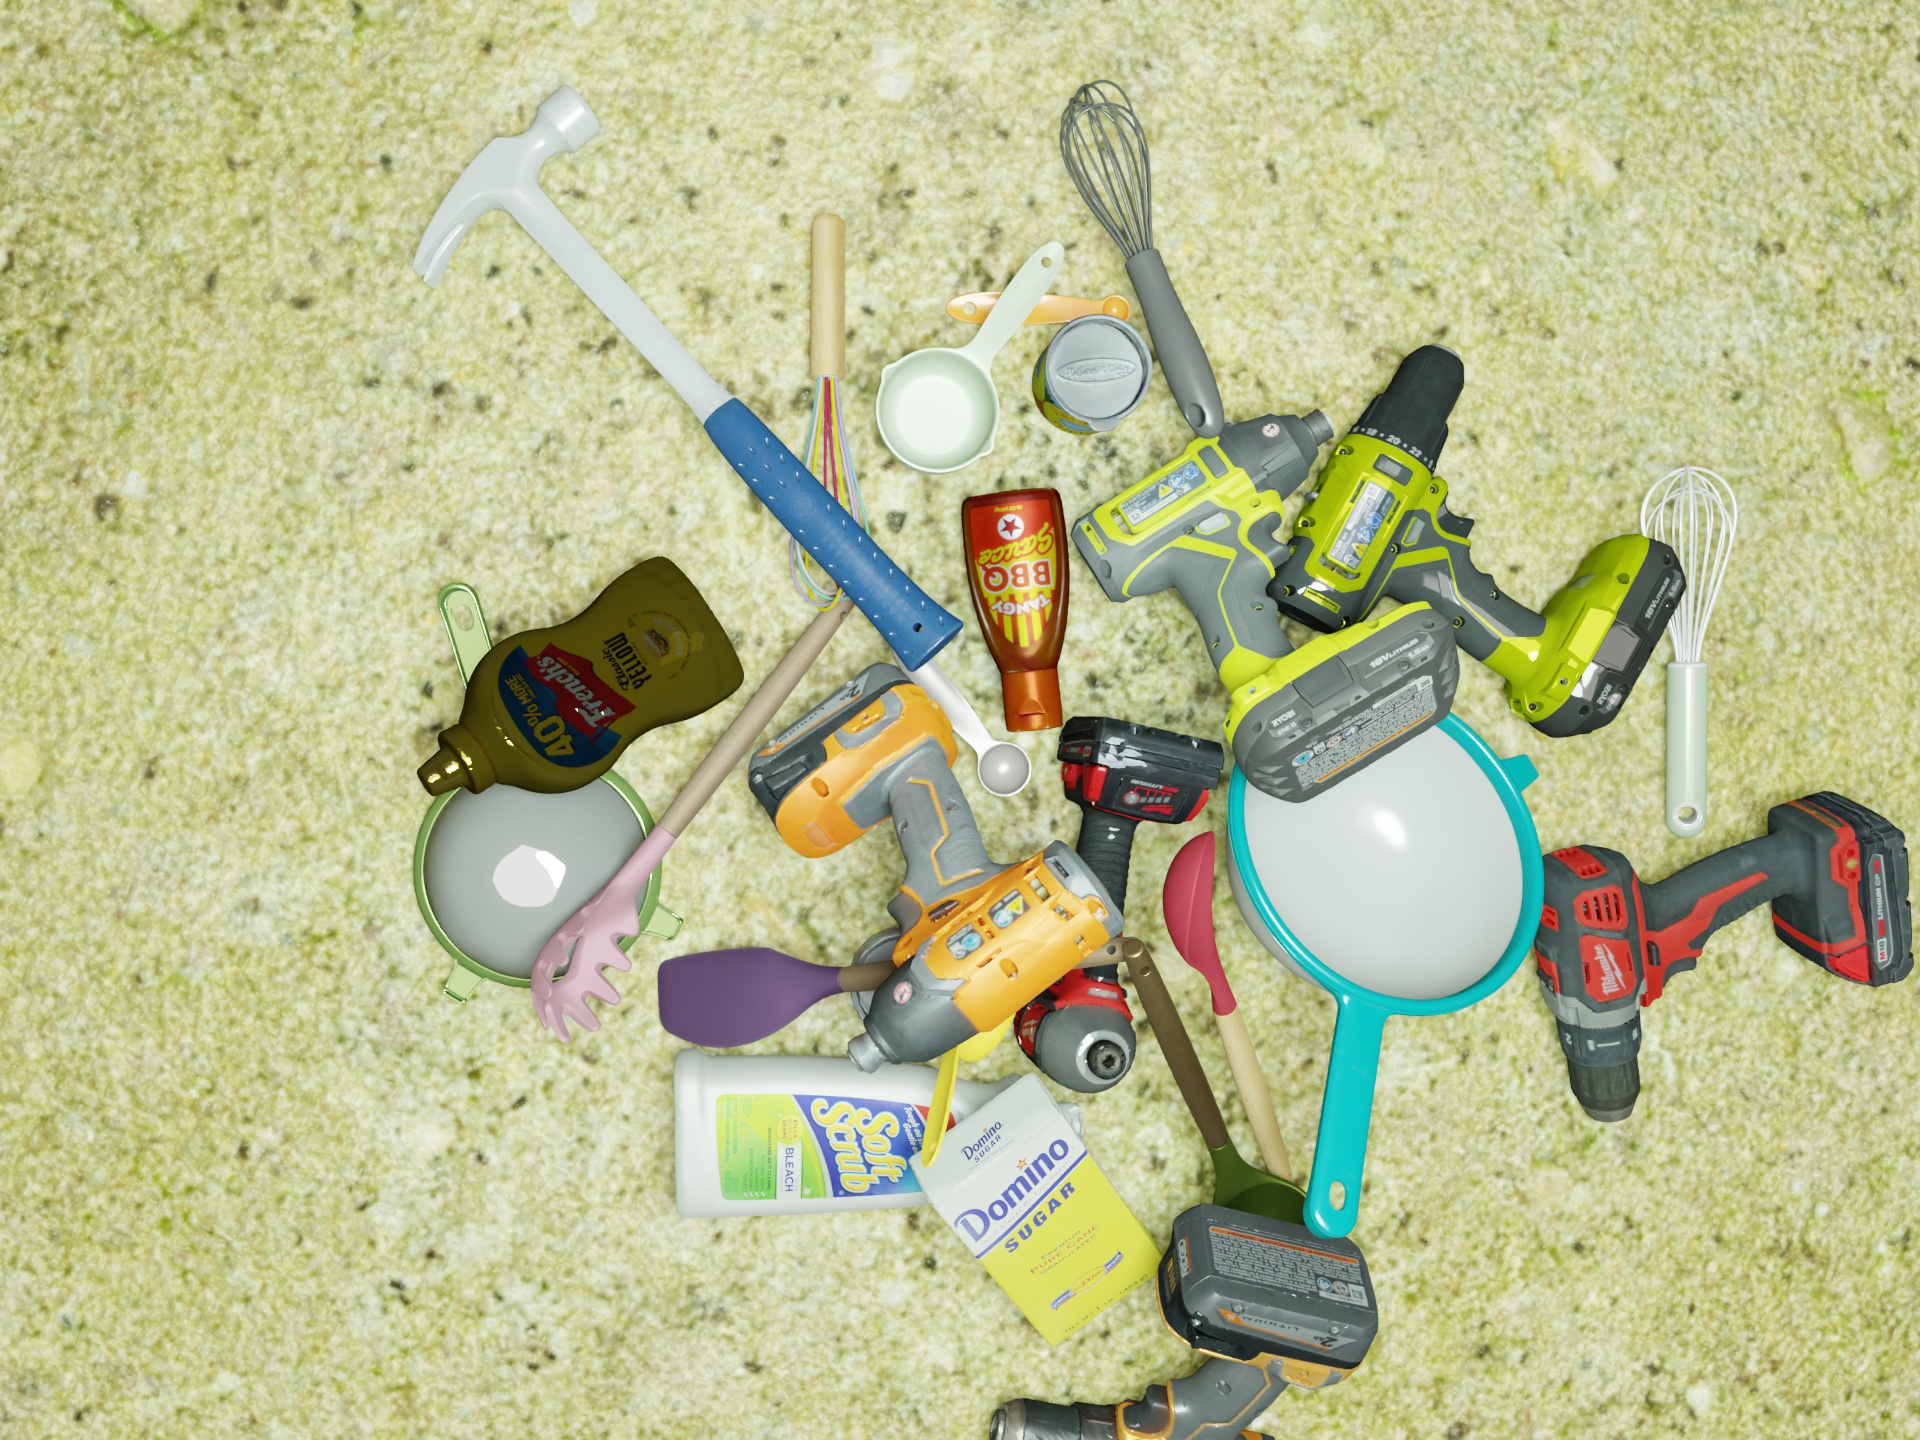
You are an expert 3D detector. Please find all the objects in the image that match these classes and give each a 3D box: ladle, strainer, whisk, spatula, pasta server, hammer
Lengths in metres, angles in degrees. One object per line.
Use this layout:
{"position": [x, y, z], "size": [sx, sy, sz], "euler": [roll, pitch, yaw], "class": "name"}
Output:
{"position": [0.164, 0.186, 0.947], "size": [0.031, 0.069, 0.315], "euler": [0, 132, 27], "class": "ladle"}
{"position": [-0.271, 0.041, 0.951], "size": [0.151, 0.069, 0.256], "euler": [-16, 95, -5], "class": "strainer"}
{"position": [0.475, -0.044, 1.040], "size": [0.058, 0.059, 0.246], "euler": [0, 97, 18], "class": "whisk"}
{"position": [-0.079, -0.189, 0.978], "size": [0.051, 0.047, 0.245], "euler": [0, 89, -5], "class": "whisk"}
{"position": [-0.045, 0.152, 0.933], "size": [0.316, 0.018, 0.060], "euler": [-11, 78, 23], "class": "spatula"}
{"position": [0.151, 0.240, 0.937], "size": [0.078, 0.062, 0.319], "euler": [-29, 128, -5], "class": "ladle"}
{"position": [0.227, 0.141, 0.953], "size": [0.211, 0.095, 0.341], "euler": [21, 63, -10], "class": "strainer"}
{"position": [-0.154, 0.048, 0.949], "size": [0.040, 0.060, 0.316], "euler": [25, 71, 33], "class": "pasta server"}
{"position": [-0.154, -0.186, 0.942], "size": [0.144, 0.035, 0.405], "euler": [-42, 86, -2], "class": "hammer"}
{"position": [0.114, -0.282, 0.972], "size": [0.055, 0.055, 0.239], "euler": [-19, 83, -5], "class": "whisk"}

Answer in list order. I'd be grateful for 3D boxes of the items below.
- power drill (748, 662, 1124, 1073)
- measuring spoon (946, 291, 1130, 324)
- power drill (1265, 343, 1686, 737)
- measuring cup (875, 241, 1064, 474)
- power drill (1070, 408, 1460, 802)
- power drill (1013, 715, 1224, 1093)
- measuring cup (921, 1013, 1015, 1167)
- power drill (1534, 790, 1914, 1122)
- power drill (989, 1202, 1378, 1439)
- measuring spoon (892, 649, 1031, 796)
{"position": [-0.033, 0.086, 0.907], "size": [0.164, 0.084, 0.227], "euler": [-37, 50, -3], "class": "power drill"}
{"position": [0.049, -0.259, 1.006], "size": [0.117, 0.011, 0.021], "euler": [0, 91, -2], "class": "measuring spoon"}
{"position": [0.330, -0.110, 1.007], "size": [0.228, 0.080, 0.190], "euler": [29, 90, -3], "class": "power drill"}
{"position": [0.011, -0.226, 0.989], "size": [0.083, 0.038, 0.167], "euler": [36, 86, -6], "class": "measuring cup"}
{"position": [0.186, -0.079, 0.934], "size": [0.171, 0.080, 0.223], "euler": [-32, 56, 5], "class": "power drill"}
{"position": [0.088, 0.112, 0.956], "size": [0.078, 0.143, 0.220], "euler": [13, 88, -9], "class": "power drill"}
{"position": [0.004, 0.212, 0.951], "size": [0.029, 0.157, 0.062], "euler": [34, 123, -11], "class": "measuring cup"}
{"position": [0.484, 0.152, 1.026], "size": [0.226, 0.080, 0.187], "euler": [-15, 107, -3], "class": "power drill"}
{"position": [0.132, 0.400, 0.968], "size": [0.185, 0.084, 0.226], "euler": [15, 120, -7], "class": "power drill"}
{"position": [-0.002, -0.003, 1.008], "size": [0.034, 0.018, 0.124], "euler": [-40, 88, -6], "class": "measuring spoon"}
